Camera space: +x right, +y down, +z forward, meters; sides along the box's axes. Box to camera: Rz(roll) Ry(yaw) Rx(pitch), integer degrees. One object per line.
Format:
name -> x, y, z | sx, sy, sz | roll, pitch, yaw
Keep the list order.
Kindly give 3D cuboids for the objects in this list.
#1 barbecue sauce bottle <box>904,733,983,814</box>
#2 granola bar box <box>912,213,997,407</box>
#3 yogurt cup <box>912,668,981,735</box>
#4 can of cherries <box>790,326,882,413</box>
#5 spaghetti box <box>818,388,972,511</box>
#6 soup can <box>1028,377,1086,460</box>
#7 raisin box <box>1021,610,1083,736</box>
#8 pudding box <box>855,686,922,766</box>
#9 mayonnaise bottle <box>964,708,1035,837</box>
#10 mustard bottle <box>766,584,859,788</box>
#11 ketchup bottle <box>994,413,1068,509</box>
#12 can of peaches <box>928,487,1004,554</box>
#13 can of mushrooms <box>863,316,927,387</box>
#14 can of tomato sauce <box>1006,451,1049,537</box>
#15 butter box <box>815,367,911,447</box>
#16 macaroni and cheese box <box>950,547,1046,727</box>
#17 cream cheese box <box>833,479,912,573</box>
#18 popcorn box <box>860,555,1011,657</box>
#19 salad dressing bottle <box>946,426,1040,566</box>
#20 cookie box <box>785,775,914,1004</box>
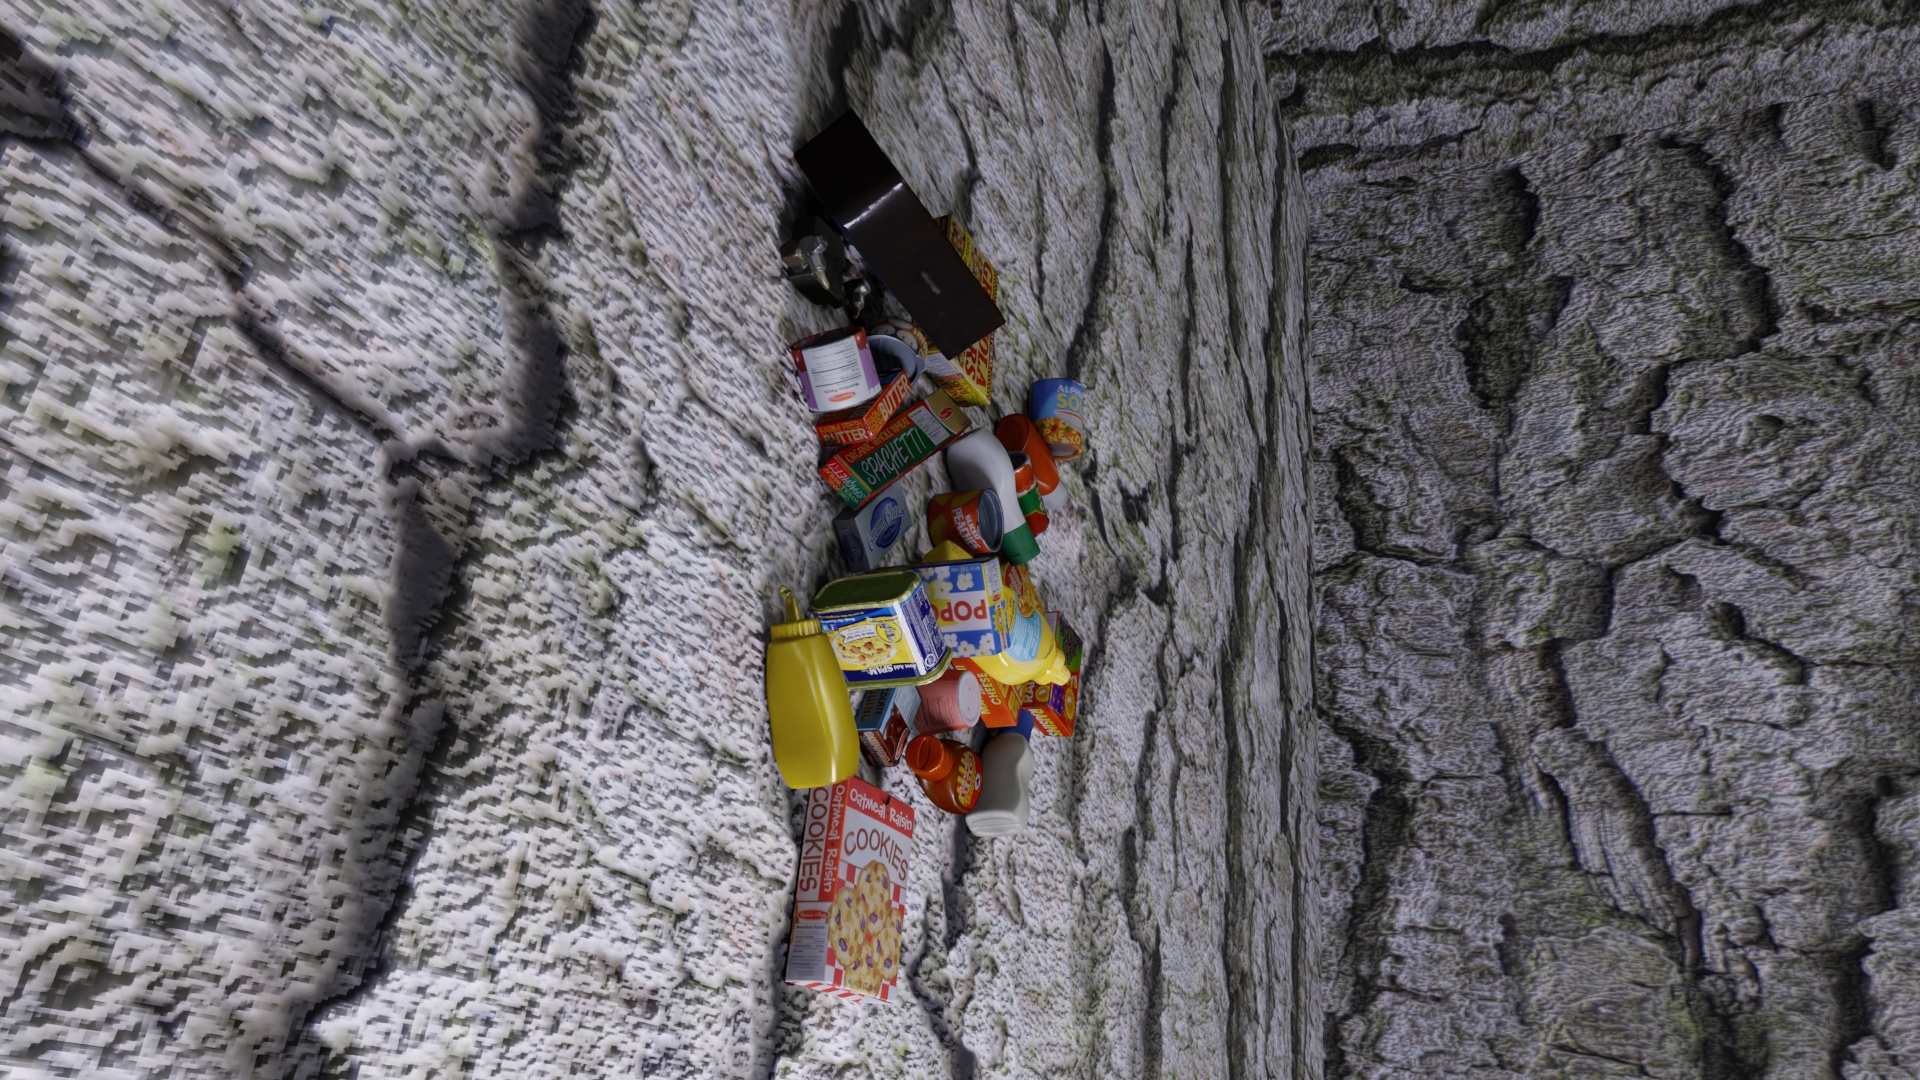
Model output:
barbecue sauce bottle -> -0.016, 0.214, 1.298 | 0.148, 0.044, 0.065 | 56, 42, -66
granola bar box -> -0.005, -0.241, 1.472 | 0.124, 0.039, 0.166 | 40, 48, -56
yogurt cup -> -0.015, 0.154, 1.336 | 0.072, 0.054, 0.072 | -8, 91, -66
can of cherries -> -0.107, -0.148, 1.194 | 0.072, 0.071, 0.058 | -50, 128, -58
spaghetti box -> -0.056, -0.090, 1.308 | 0.050, 0.028, 0.251 | 47, 29, 1
soup can -> 0.118, -0.147, 1.682 | 0.071, 0.071, 0.084 | 35, 53, -59
raisin box -> 0.108, 0.157, 1.627 | 0.086, 0.040, 0.124 | 53, 39, -50
pudding box -> -0.066, 0.157, 1.251 | 0.084, 0.030, 0.049 | -69, 146, -45
mayonnaise bottle -> 0.048, 0.240, 1.449 | 0.149, 0.064, 0.041 | -73, 146, -48
mustard bottle -> -0.122, 0.113, 1.099 | 0.049, 0.065, 0.160 | -6, 86, -62
ketchup bottle -> 0.086, -0.086, 1.631 | 0.148, 0.043, 0.065 | 49, 42, -52
can of peaches -> 0.005, -0.018, 1.417 | 0.071, 0.058, 0.071 | -6, 91, -66
can of mushrooms -> -0.063, -0.172, 1.288 | 0.034, 0.071, 0.070 | -73, 147, -45
can of tomato sauce -> 0.057, -0.048, 1.526 | 0.071, 0.071, 0.082 | -59, 136, -54
butter box -> -0.086, -0.120, 1.245 | 0.024, 0.053, 0.104 | 69, 28, -26
macaroni and cheese box -> 0.040, 0.097, 1.487 | 0.167, 0.040, 0.123 | -71, 144, -45
cream cheese box -> -0.079, -0.016, 1.271 | 0.104, 0.024, 0.053 | -51, 128, -58
popcorn box -> -0.022, 0.063, 1.254 | 0.038, 0.126, 0.085 | -21, 103, -62
salad dressing bottle -> 0.037, -0.045, 1.461 | 0.147, 0.064, 0.044 | 64, 28, -9
cookie box -> -0.088, 0.290, 1.157 | 0.122, 0.040, 0.168 | 45, 44, -54
